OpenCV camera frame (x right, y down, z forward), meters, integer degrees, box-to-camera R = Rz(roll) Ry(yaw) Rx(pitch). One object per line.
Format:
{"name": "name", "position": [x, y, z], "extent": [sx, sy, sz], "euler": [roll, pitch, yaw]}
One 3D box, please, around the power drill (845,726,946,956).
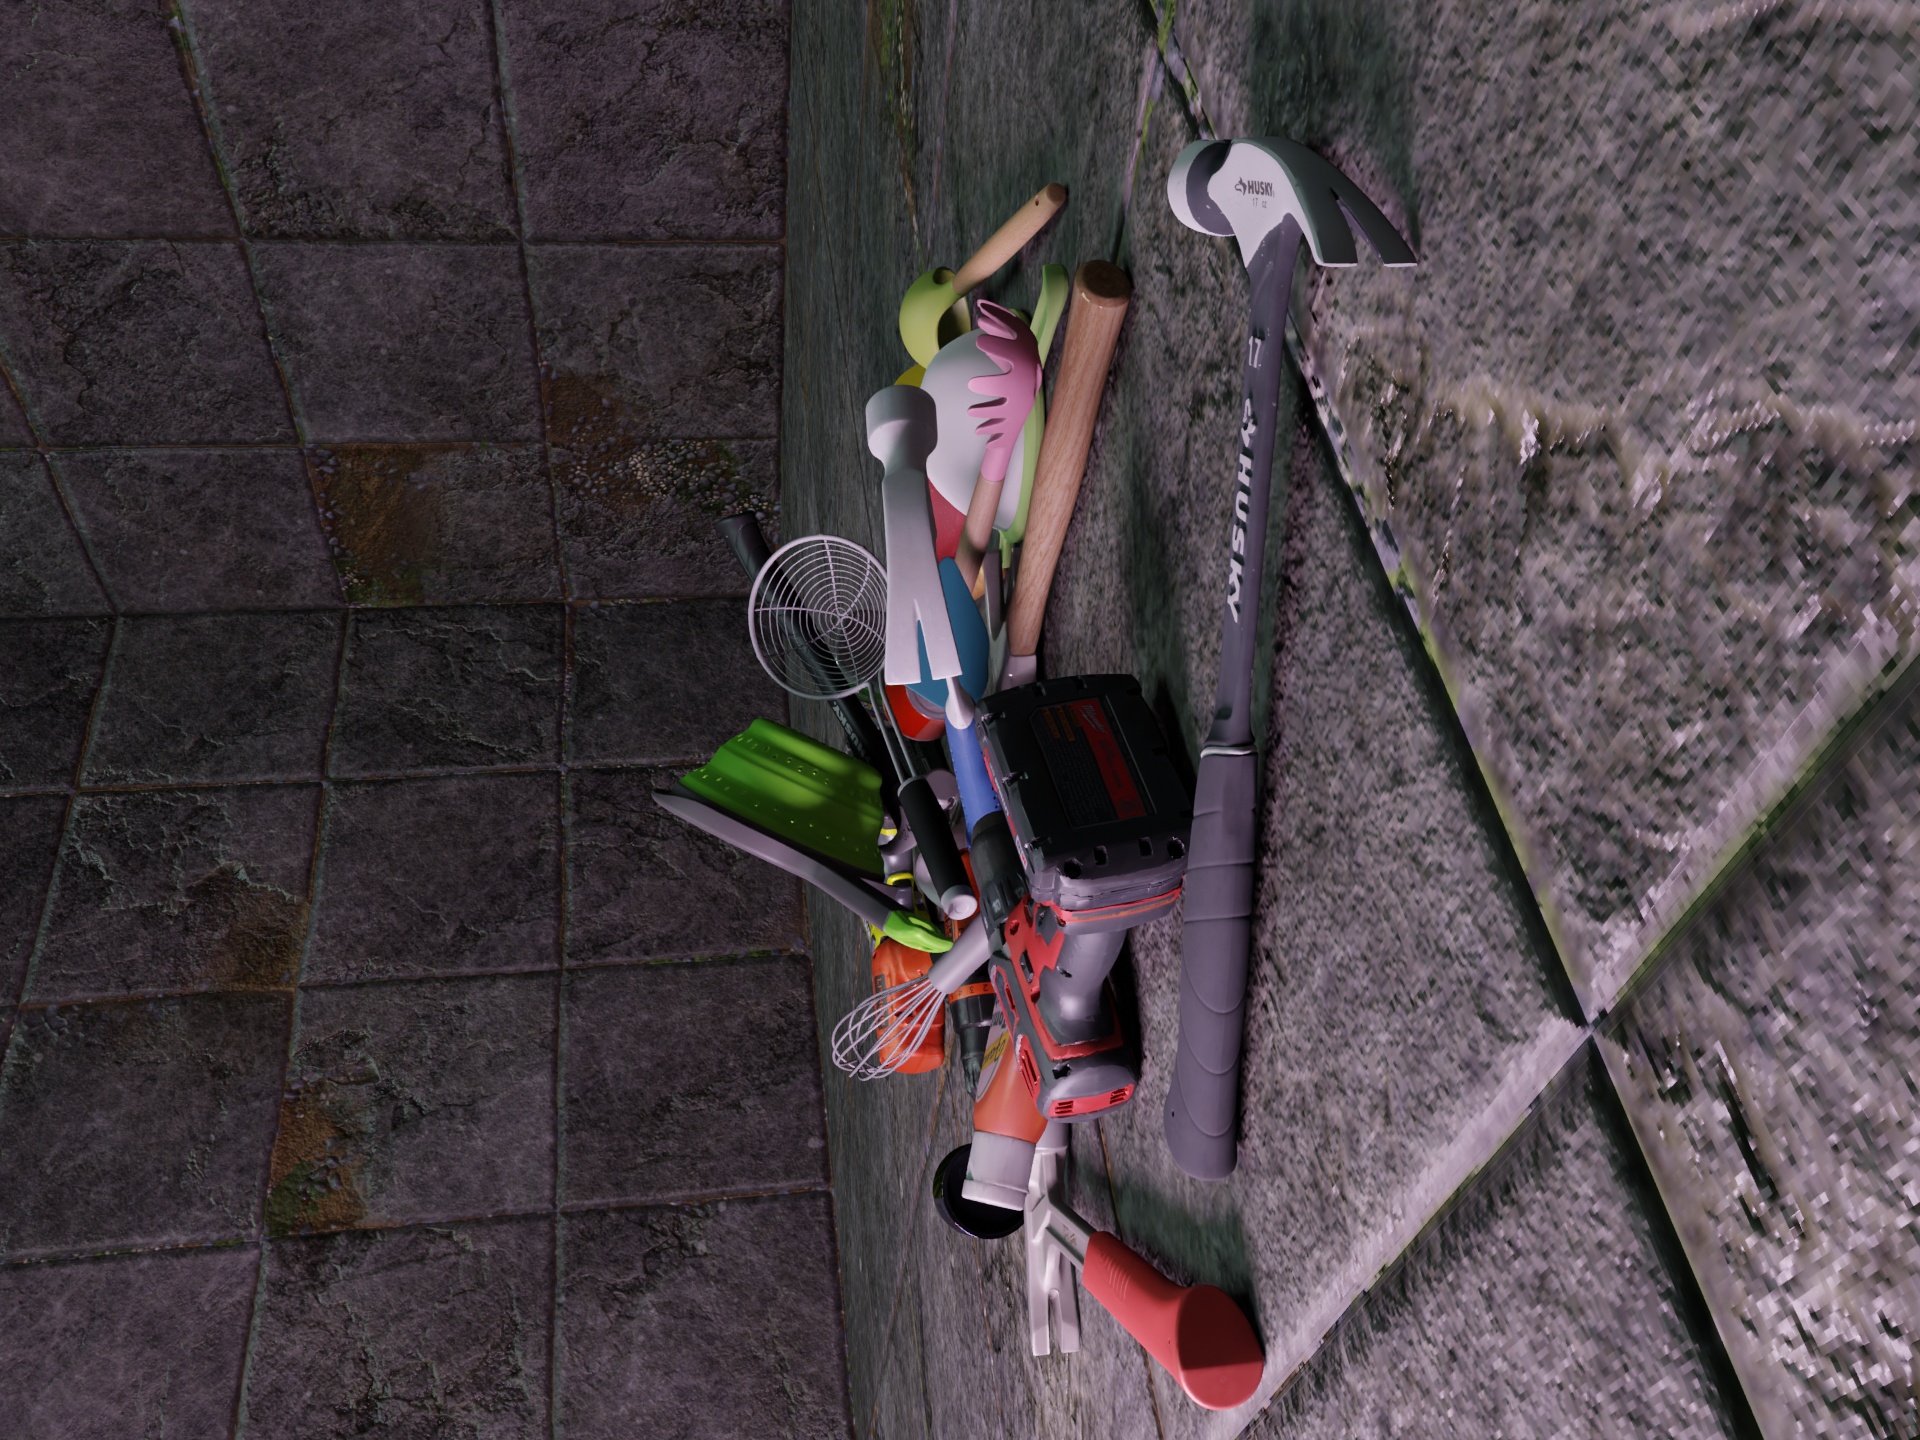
{"name": "power drill", "position": [-0.054, 0.138, 1.462], "extent": [0.191, 0.080, 0.228], "euler": [-117, 24, -56]}

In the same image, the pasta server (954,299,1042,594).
{"name": "pasta server", "position": [0.008, -0.135, 0.946], "extent": [0.316, 0.040, 0.060], "euler": [108, 169, -65]}

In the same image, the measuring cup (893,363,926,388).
{"name": "measuring cup", "position": [-0.010, -0.231, 1.181], "extent": [0.029, 0.062, 0.157], "euler": [56, 179, -34]}

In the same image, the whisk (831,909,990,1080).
{"name": "whisk", "position": [-0.014, 0.169, 1.059], "extent": [0.239, 0.055, 0.055], "euler": [-49, 35, 31]}

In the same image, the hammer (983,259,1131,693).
{"name": "hammer", "position": [0.051, -0.120, 0.907], "extent": [0.331, 0.031, 0.130], "euler": [101, 163, -53]}

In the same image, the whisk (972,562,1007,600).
{"name": "whisk", "position": [-0.004, -0.097, 1.218], "extent": [0.245, 0.047, 0.051], "euler": [157, 98, -75]}

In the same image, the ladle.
{"name": "ladle", "position": [0.020, -0.294, 1.049], "extent": [0.320, 0.062, 0.078], "euler": [177, 92, -74]}

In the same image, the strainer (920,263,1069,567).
{"name": "strainer", "position": [0.014, -0.205, 0.986], "extent": [0.256, 0.069, 0.152], "euler": [113, 153, -72]}

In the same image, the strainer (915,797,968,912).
{"name": "strainer", "position": [-0.001, 0.183, 1.274], "extent": [0.086, 0.050, 0.259], "euler": [127, 137, -58]}

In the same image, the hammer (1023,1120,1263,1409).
{"name": "hammer", "position": [0.080, 0.297, 0.824], "extent": [0.359, 0.036, 0.149], "euler": [143, 124, -79]}

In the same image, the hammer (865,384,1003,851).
{"name": "hammer", "position": [-0.002, -0.006, 0.892], "extent": [0.405, 0.035, 0.144], "euler": [76, -171, -63]}

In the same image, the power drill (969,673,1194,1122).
{"name": "power drill", "position": [0.048, 0.076, 0.812], "extent": [0.226, 0.080, 0.188], "euler": [93, 163, -49]}

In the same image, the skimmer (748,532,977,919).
{"name": "skimmer", "position": [-0.069, -0.001, 1.133], "extent": [0.127, 0.090, 0.364], "euler": [-43, 38, 16]}

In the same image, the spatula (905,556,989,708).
{"name": "spatula", "position": [-0.002, -0.003, 1.078], "extent": [0.082, 0.044, 0.317], "euler": [-62, -12, -17]}

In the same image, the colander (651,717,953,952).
{"name": "colander", "position": [-0.090, 0.073, 1.161], "extent": [0.397, 0.204, 0.094], "euler": [20, 84, 61]}

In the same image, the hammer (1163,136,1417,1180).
{"name": "hammer", "position": [0.106, -0.003, 0.602], "extent": [0.149, 0.036, 0.408], "euler": [-118, 27, -67]}

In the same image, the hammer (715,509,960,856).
{"name": "hammer", "position": [-0.113, -0.038, 1.317], "extent": [0.335, 0.035, 0.146], "euler": [57, 150, 16]}
